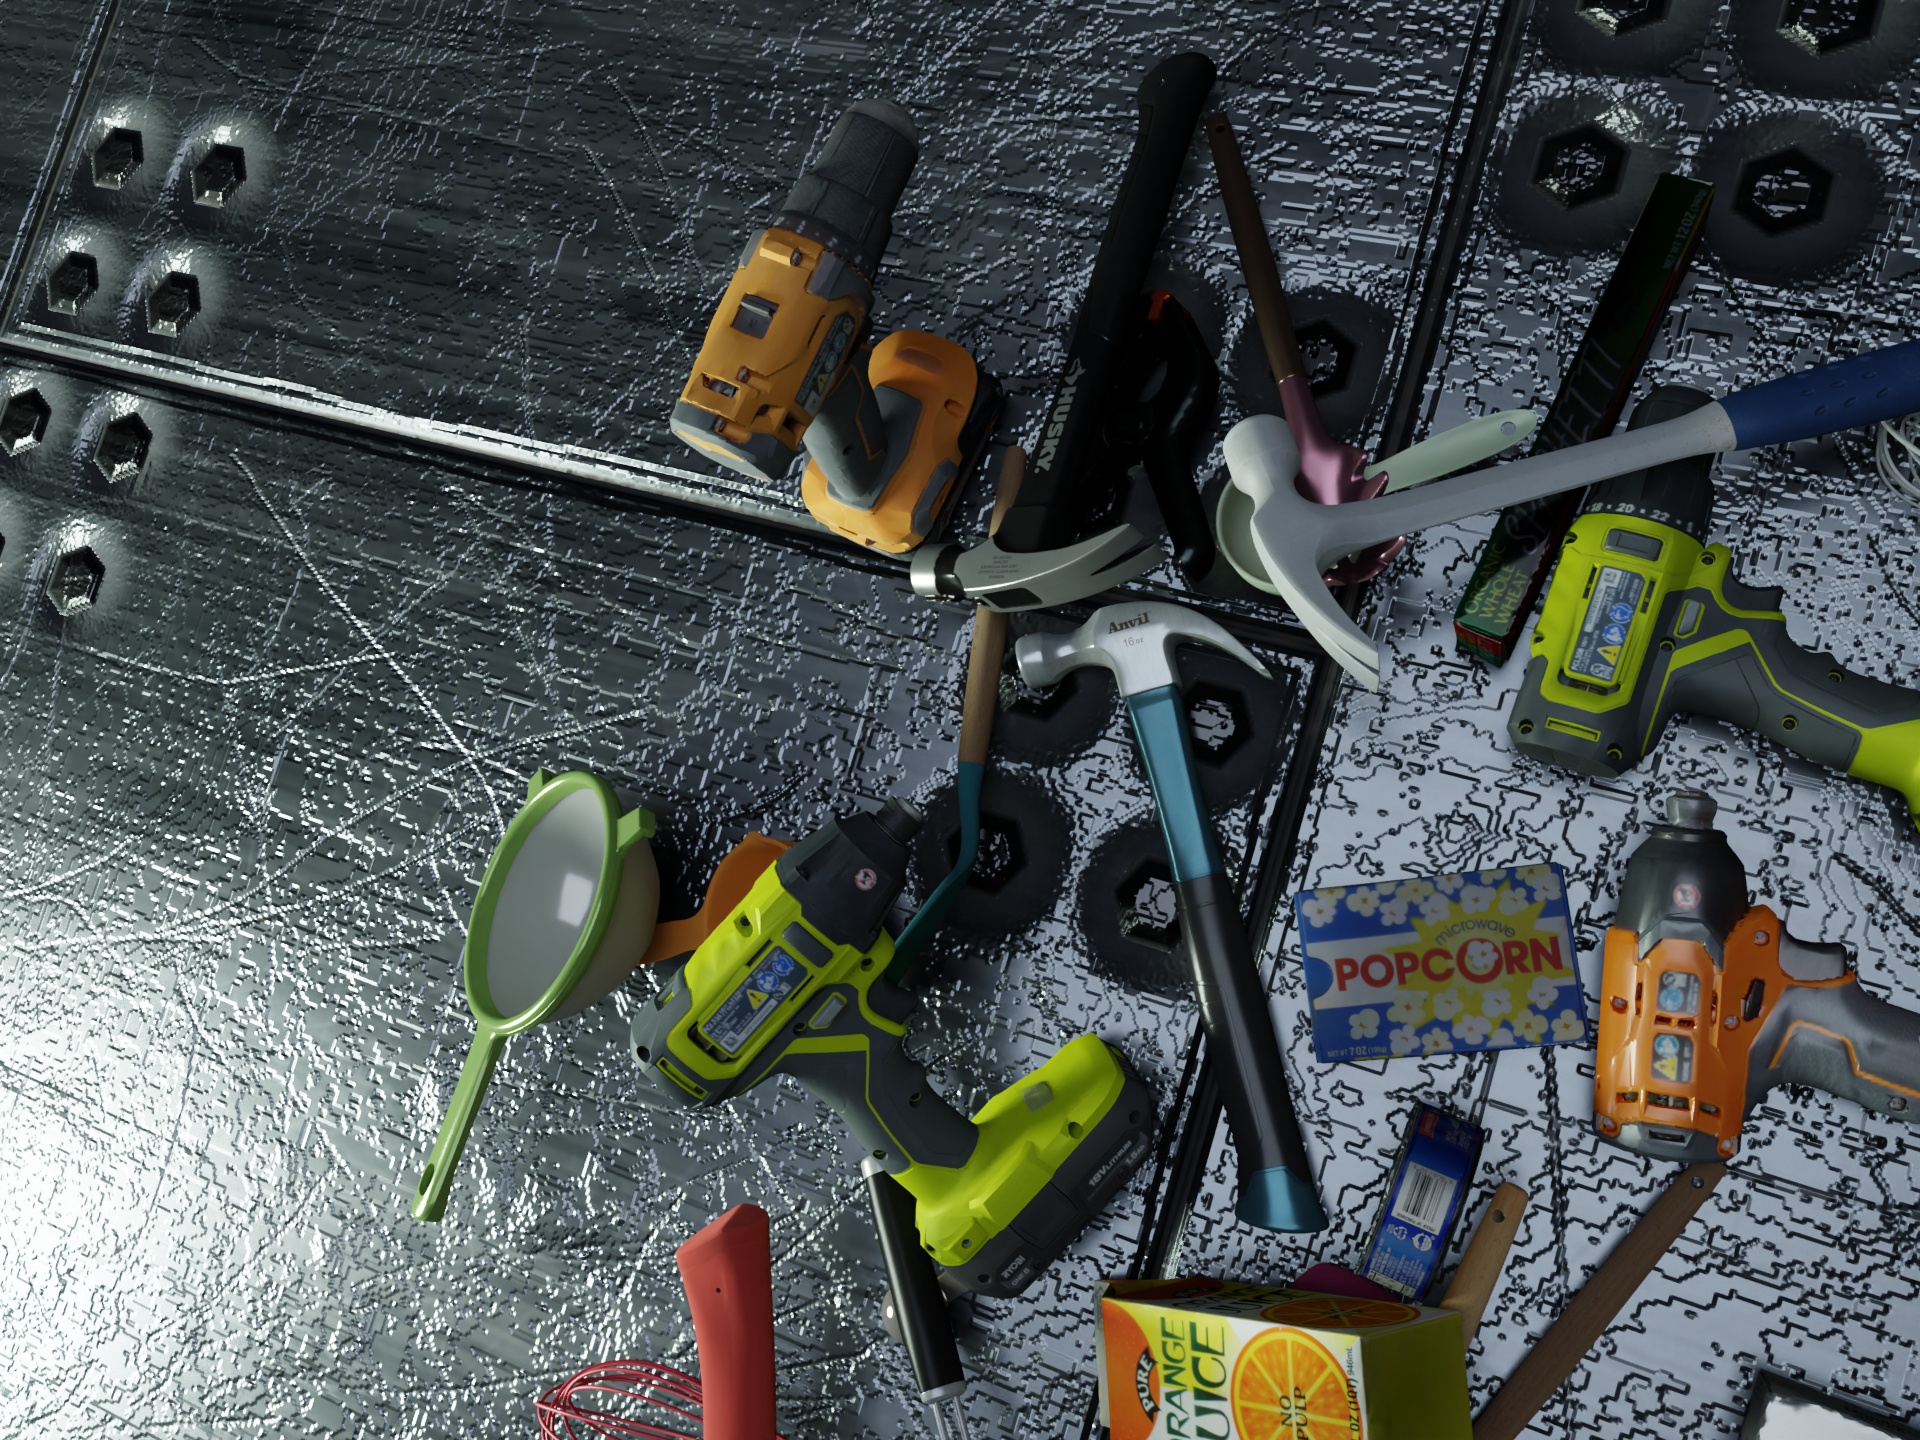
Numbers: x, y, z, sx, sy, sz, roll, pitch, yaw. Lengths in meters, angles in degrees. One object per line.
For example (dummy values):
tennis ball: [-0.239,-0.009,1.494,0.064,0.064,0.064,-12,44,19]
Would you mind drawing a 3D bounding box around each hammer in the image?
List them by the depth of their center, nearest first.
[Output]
hammer: [0.334,-0.124,0.713,0.405,0.035,0.144,-15,60,5]
hammer: [-0.097,0.418,0.775,0.149,0.036,0.359,0,93,9]
hammer: [0.125,0.095,0.815,0.128,0.033,0.331,-17,76,16]
hammer: [0.081,-0.214,0.853,0.146,0.035,0.335,4,70,44]

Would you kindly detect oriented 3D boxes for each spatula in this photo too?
spatula: [0.252,0.328,0.738,0.060,0.018,0.316,38,94,25]
spatula: [-0.001,-0.003,0.865,0.044,0.082,0.318,7,77,7]

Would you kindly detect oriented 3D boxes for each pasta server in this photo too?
pasta server: [0.166,-0.201,0.825,0.060,0.040,0.316,-12,65,6]

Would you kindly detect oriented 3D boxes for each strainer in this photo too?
strainer: [-0.228,0.157,0.885,0.152,0.069,0.256,12,80,52]

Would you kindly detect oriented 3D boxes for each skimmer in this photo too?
skimmer: [0.017,0.369,0.736,0.127,0.090,0.364,-7,61,-21]

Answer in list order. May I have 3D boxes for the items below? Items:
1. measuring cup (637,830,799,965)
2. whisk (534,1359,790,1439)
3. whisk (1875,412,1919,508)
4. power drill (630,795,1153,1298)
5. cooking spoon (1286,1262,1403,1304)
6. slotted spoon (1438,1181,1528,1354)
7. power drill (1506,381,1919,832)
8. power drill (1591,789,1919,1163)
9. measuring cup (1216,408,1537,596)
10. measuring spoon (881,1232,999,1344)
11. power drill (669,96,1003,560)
measuring cup: [-0.123,0.119,0.889,0.173,0.052,0.095,-18,70,40]
whisk: [-0.085,0.387,0.817,0.296,0.073,0.073,7,82,14]
whisk: [0.525,-0.073,0.712,0.246,0.059,0.057,38,130,17]
power drill: [-0.021,0.157,0.766,0.223,0.080,0.171,42,92,-15]
cooking spoon: [0.255,0.376,0.699,0.069,0.017,0.319,-48,58,8]
slotted spoon: [0.188,0.352,0.724,0.070,0.031,0.314,27,96,40]
power drill: [0.390,-0.047,0.733,0.229,0.080,0.190,19,86,23]
power drill: [0.399,0.118,0.688,0.226,0.084,0.164,4,91,21]
measuring cup: [0.215,-0.118,0.823,0.167,0.038,0.083,-22,74,11]
measuring spoon: [0.008,0.283,0.825,0.124,0.018,0.034,-38,71,8]
power drill: [-0.049,-0.191,0.820,0.084,0.226,0.185,25,88,20]
